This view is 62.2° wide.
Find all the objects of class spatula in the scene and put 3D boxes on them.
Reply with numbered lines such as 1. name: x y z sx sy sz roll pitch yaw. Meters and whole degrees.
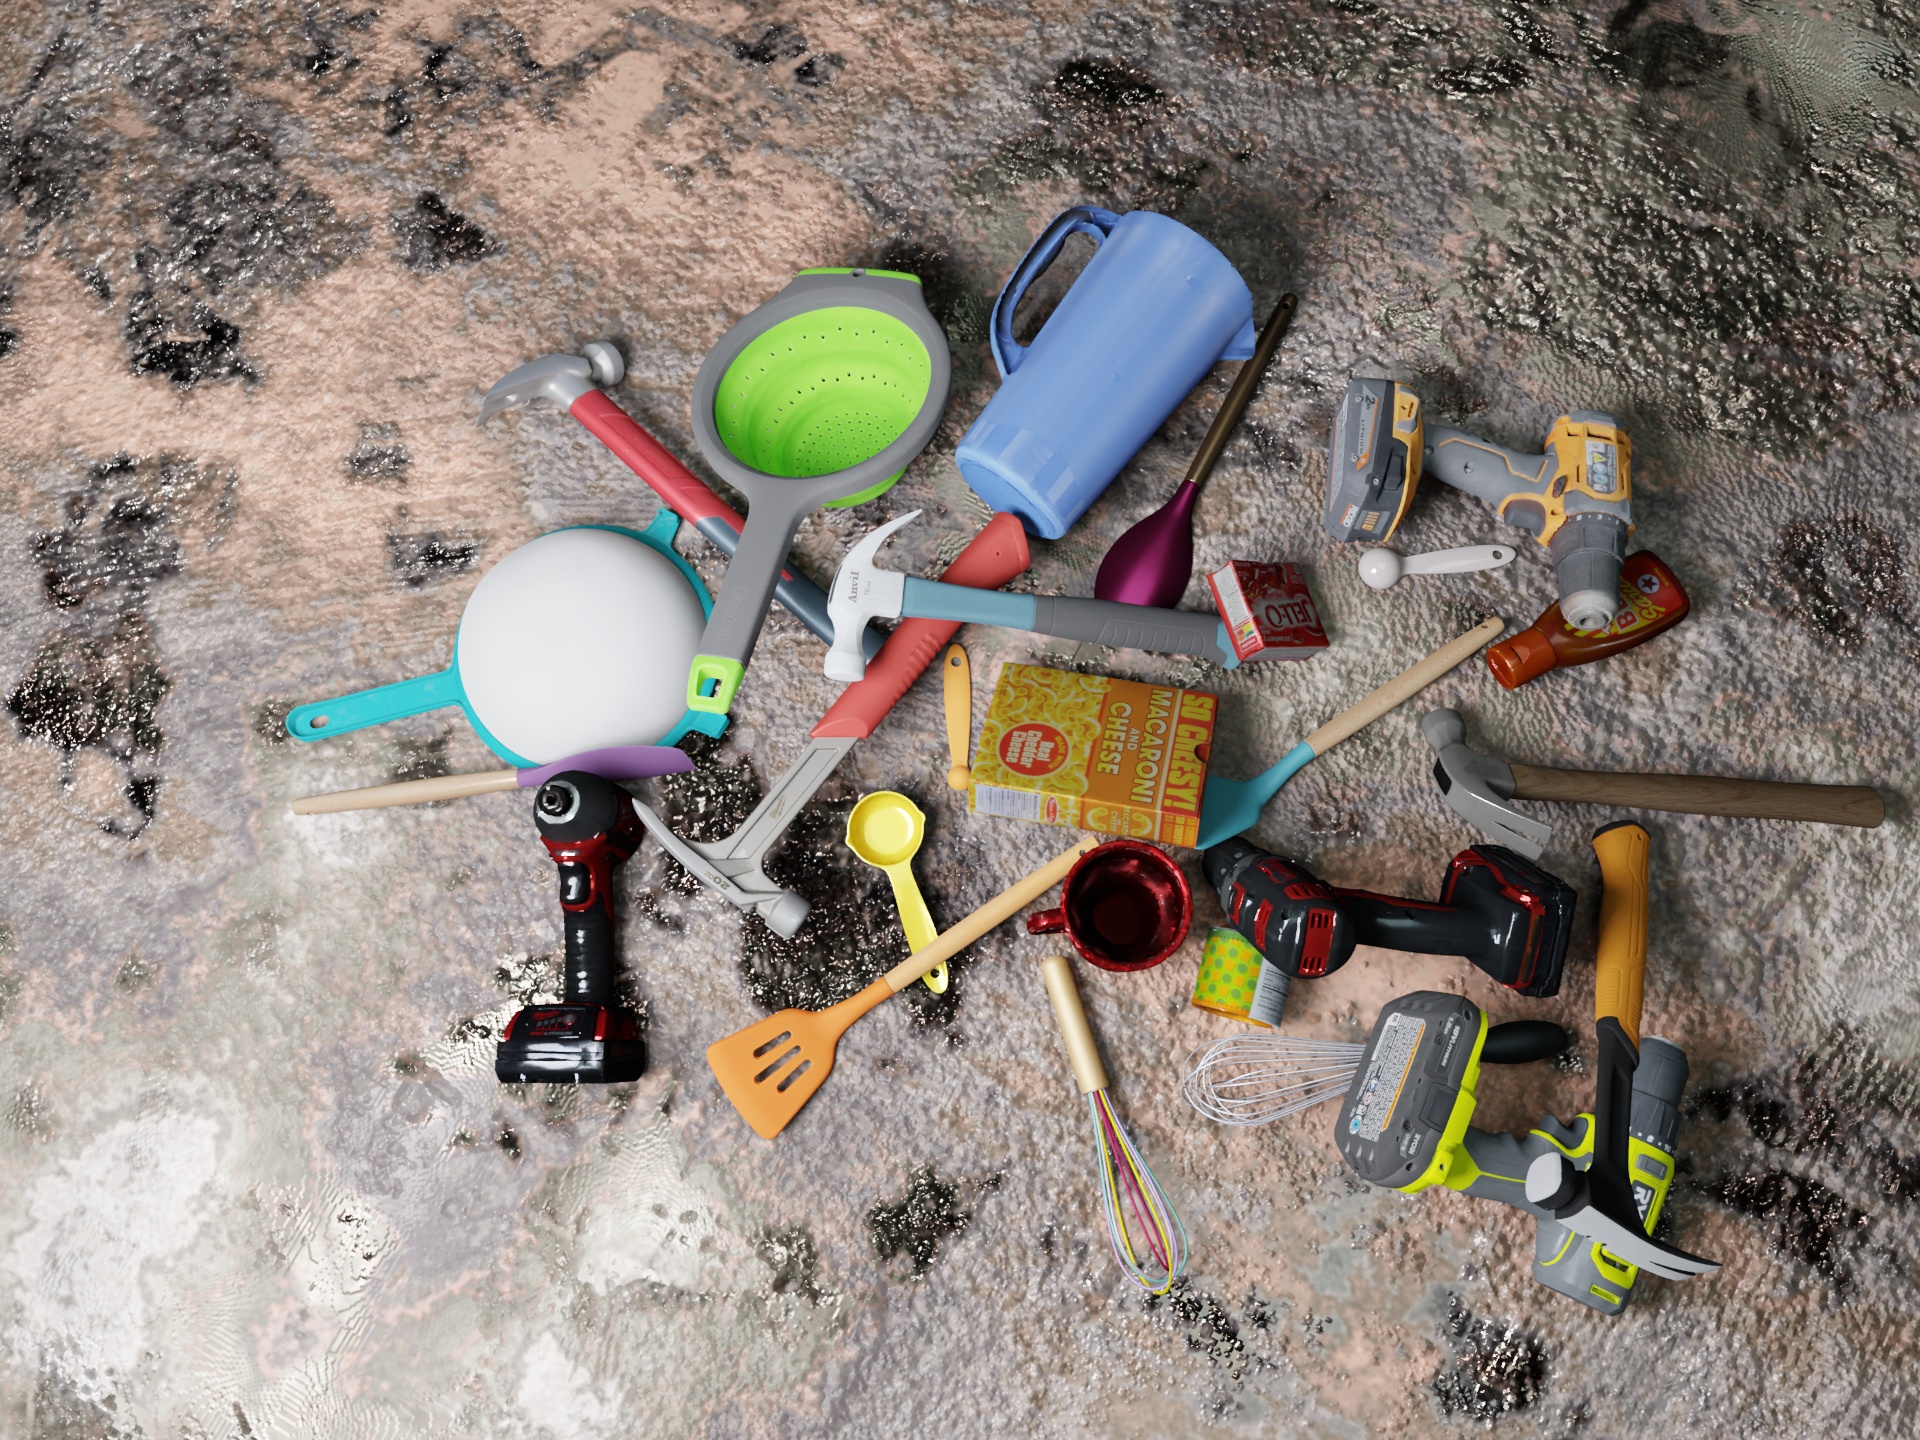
1. spatula: -0.358 0.046 1.202 0.316 0.059 0.018 -8 64 8
2. spatula: 0.283 0.002 1.201 0.317 0.044 0.082 -32 44 -9
3. spatula: -0.032 0.180 1.158 0.322 0.041 0.081 -35 89 -1

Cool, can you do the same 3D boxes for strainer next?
1. strainer: -0.356 -0.048 1.208 0.340 0.095 0.211 -15 76 -3

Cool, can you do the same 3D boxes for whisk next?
1. whisk: 0.107 0.285 1.136 0.051 0.047 0.245 -18 73 -1
2. whisk: 0.296 0.243 1.135 0.284 0.070 0.070 -7 76 -5

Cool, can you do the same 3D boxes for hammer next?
1. hammer: 0.065 -0.077 1.183 0.331 0.033 0.128 6 82 -16
2. hammer: -0.195 -0.147 1.230 0.386 0.038 0.143 42 43 7
3. hammer: 0.513 0.054 1.167 0.331 0.031 0.130 4 40 -3
4. hammer: 0.452 0.203 1.075 0.127 0.034 0.337 31 49 -8
5. hammer: -0.075 -0.022 1.175 0.149 0.036 0.359 39 74 -1

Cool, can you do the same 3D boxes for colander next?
1. colander: -0.119 -0.163 1.201 0.204 0.094 0.397 8 63 17

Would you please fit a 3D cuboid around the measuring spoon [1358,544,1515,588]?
1. measuring spoon: 0.375 -0.126 1.244 0.124 0.018 0.034 -6 75 -1

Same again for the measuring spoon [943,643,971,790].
1. measuring spoon: -0.002 -0.004 1.228 0.021 0.011 0.117 -2 76 1

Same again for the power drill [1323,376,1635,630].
1. power drill: 0.397 -0.164 1.207 0.226 0.084 0.185 10 61 2

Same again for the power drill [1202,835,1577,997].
1. power drill: 0.290 0.128 1.122 0.226 0.188 0.080 4 102 -11

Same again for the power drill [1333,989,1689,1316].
1. power drill: 0.389 0.275 1.089 0.228 0.080 0.190 27 79 -12

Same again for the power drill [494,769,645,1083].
1. power drill: -0.272 0.146 1.133 0.078 0.143 0.220 -1 78 4

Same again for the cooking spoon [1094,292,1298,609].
1. cooking spoon: 0.196 -0.210 1.271 0.069 0.017 0.319 27 79 7

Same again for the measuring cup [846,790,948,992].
1. measuring cup: -0.040 0.128 1.194 0.062 0.029 0.156 -19 88 0
